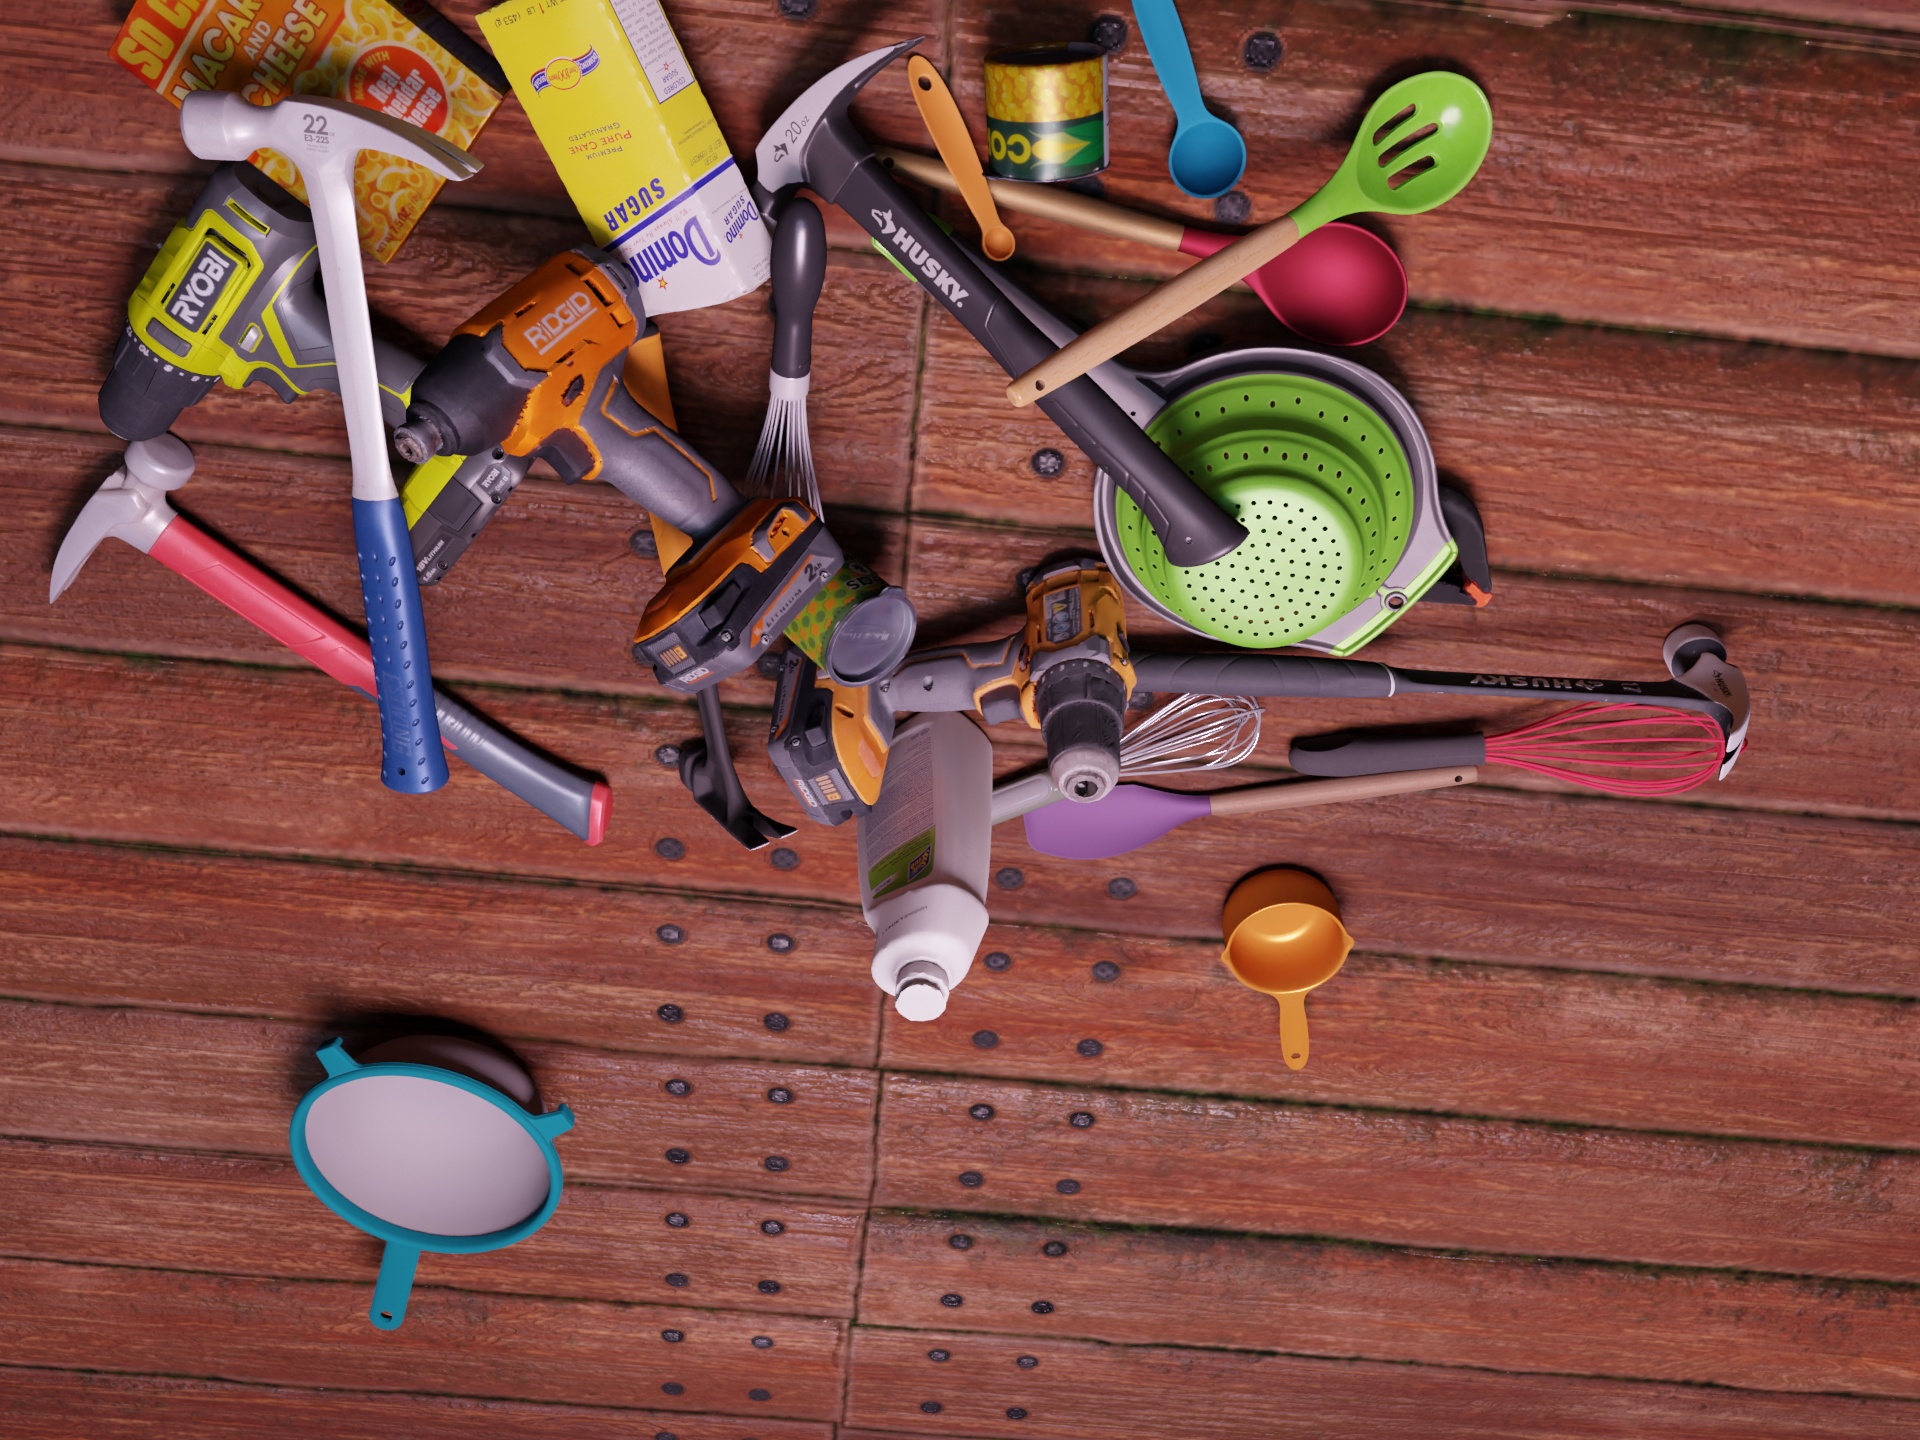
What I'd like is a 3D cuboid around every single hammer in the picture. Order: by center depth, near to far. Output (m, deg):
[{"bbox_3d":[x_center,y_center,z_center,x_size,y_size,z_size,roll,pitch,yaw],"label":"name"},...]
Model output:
[{"bbox_3d":[0.029,-0.210,0.853,0.335,0.035,0.146,45,130,-3],"label":"hammer"},{"bbox_3d":[-0.325,-0.136,0.895,0.144,0.035,0.405,5,121,3],"label":"hammer"},{"bbox_3d":[-0.169,-0.080,0.990,0.034,0.127,0.336,-22,121,-25],"label":"hammer"},{"bbox_3d":[0.288,-0.022,1.013,0.409,0.149,0.036,3,119,8],"label":"hammer"},{"bbox_3d":[-0.404,-0.024,1.065,0.386,0.038,0.143,38,118,-22],"label":"hammer"}]

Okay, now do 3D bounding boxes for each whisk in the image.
[{"bbox_3d":[-0.100,-0.171,0.923,0.070,0.070,0.284,8,135,-4],"label":"whisk"},{"bbox_3d":[0.371,0.018,1.068,0.296,0.073,0.073,-3,124,9],"label":"whisk"},{"bbox_3d":[0.093,0.033,1.091,0.246,0.059,0.058,-22,82,19],"label":"whisk"}]

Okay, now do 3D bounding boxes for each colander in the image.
[{"bbox_3d":[0.111,-0.155,0.912,0.397,0.095,0.204,34,123,-13],"label":"colander"}]

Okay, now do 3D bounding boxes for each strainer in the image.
[{"bbox_3d":[-0.431,0.367,1.294,0.211,0.095,0.340,19,124,-8],"label":"strainer"}]

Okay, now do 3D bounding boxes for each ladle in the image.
[{"bbox_3d":[0.099,-0.277,0.894,0.315,0.031,0.069,13,119,-6],"label":"ladle"}]

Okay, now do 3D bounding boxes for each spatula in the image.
[{"bbox_3d":[0.202,0.058,1.121,0.316,0.018,0.059,-8,117,8],"label":"spatula"}]

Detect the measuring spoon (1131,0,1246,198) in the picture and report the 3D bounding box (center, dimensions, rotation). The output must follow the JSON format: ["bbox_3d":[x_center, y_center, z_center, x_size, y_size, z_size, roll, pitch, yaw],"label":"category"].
[{"bbox_3d":[0.118,-0.346,0.857,0.042,0.021,0.128,-19,112,14],"label":"measuring spoon"}]

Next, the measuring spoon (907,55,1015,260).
[{"bbox_3d":[-0.001,-0.305,0.868,0.021,0.011,0.117,-30,102,-19],"label":"measuring spoon"}]

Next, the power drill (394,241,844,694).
[{"bbox_3d":[-0.184,-0.125,0.854,0.084,0.164,0.226,-20,115,48],"label":"power drill"}]

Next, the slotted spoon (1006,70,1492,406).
[{"bbox_3d":[0.152,-0.248,0.833,0.314,0.031,0.070,-34,115,-13],"label":"slotted spoon"}]

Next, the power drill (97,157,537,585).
[{"bbox_3d":[-0.376,-0.186,0.934,0.228,0.080,0.190,38,117,-19],"label":"power drill"}]

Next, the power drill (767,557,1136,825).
[{"bbox_3d":[-0.002,-0.003,0.986,0.226,0.186,0.084,-15,131,14],"label":"power drill"}]

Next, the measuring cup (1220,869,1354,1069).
[{"bbox_3d":[0.242,0.185,1.186,0.095,0.052,0.173,-8,125,6],"label":"measuring cup"}]
